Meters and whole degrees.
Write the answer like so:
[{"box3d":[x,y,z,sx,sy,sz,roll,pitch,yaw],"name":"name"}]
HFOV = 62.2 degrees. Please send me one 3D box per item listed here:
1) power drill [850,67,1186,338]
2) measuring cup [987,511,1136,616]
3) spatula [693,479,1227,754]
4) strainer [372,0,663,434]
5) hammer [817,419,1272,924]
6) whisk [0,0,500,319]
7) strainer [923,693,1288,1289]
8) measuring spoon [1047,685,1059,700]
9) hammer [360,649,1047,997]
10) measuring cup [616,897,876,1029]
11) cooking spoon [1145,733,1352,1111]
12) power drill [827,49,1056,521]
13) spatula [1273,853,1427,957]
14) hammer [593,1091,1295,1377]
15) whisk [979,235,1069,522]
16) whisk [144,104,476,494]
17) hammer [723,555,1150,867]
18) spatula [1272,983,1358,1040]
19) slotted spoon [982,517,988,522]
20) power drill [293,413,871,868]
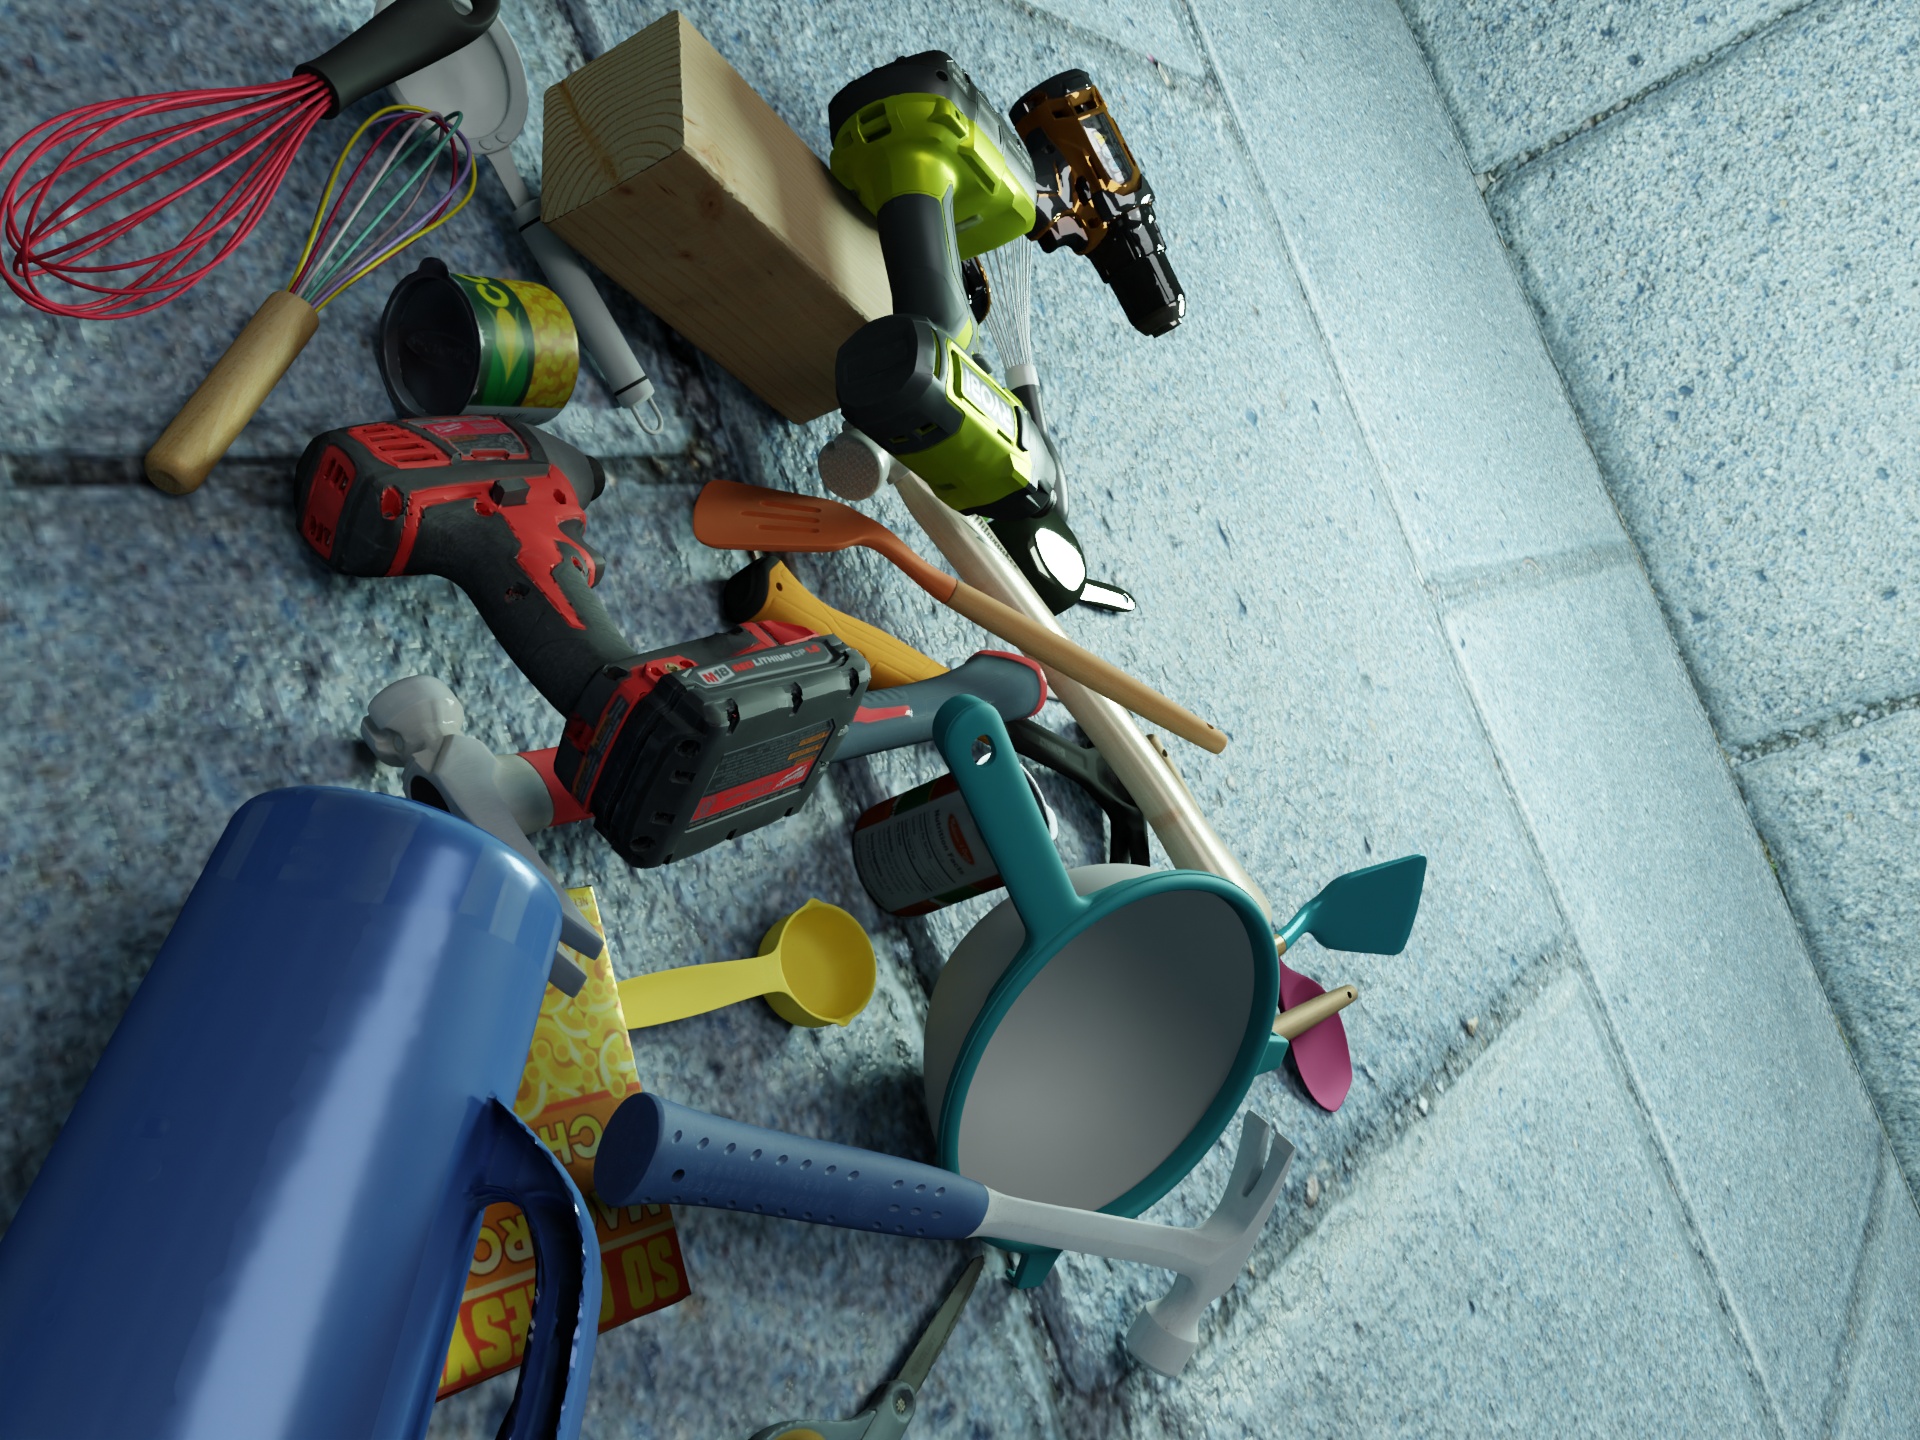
[{"box3d":[0.041,-0.315,1.050,0.226,0.084,0.185,-31,96,-30],"name":"power drill"},{"box3d":[0.081,-0.099,1.078,0.167,0.038,0.083,10,62,-48],"name":"measuring cup"},{"box3d":[0.009,-0.051,0.857,0.322,0.041,0.081,28,25,-19],"name":"spatula"},{"box3d":[-0.217,-0.255,0.781,0.087,0.050,0.258,-46,113,-45],"name":"strainer"},{"box3d":[0.070,-0.031,0.969,0.410,0.038,0.146,52,33,-16],"name":"hammer"},{"box3d":[-0.276,-0.250,0.651,0.073,0.073,0.296,50,44,-21],"name":"whisk"},{"box3d":[0.033,0.106,0.764,0.211,0.095,0.340,-37,129,-17],"name":"strainer"},{"box3d":[0.071,-0.024,1.038,0.124,0.018,0.034,14,59,-48],"name":"measuring spoon"},{"box3d":[-0.070,0.019,0.739,0.143,0.038,0.386,47,32,22],"name":"hammer"},{"box3d":[-0.107,0.120,0.720,0.156,0.029,0.062,-5,74,-42],"name":"measuring cup"},{"box3d":[0.196,0.139,1.079,0.069,0.017,0.318,-49,117,-40],"name":"cooking spoon"},{"box3d":[-0.004,-0.222,0.849,0.171,0.080,0.223,29,51,-55],"name":"power drill"},{"box3d":[0.201,0.157,1.035,0.317,0.044,0.082,-17,123,-44],"name":"spatula"},{"box3d":[0.014,0.217,0.715,0.405,0.035,0.144,27,95,-43],"name":"hammer"},{"box3d":[0.036,-0.268,1.109,0.070,0.070,0.285,0,75,-53],"name":"whisk"},{"box3d":[-0.263,-0.183,0.663,0.047,0.051,0.245,60,37,-43],"name":"whisk"},{"box3d":[-0.001,-0.003,0.917,0.336,0.034,0.127,28,48,-41],"name":"hammer"},{"box3d":[0.174,0.215,1.011,0.316,0.018,0.060,-12,81,-48],"name":"spatula"},{"box3d":[-0.070,-0.244,0.979,0.313,0.031,0.070,47,41,-23],"name":"slotted spoon"},{"box3d":[-0.150,-0.048,0.649,0.220,0.078,0.143,40,30,19],"name":"power drill"}]
